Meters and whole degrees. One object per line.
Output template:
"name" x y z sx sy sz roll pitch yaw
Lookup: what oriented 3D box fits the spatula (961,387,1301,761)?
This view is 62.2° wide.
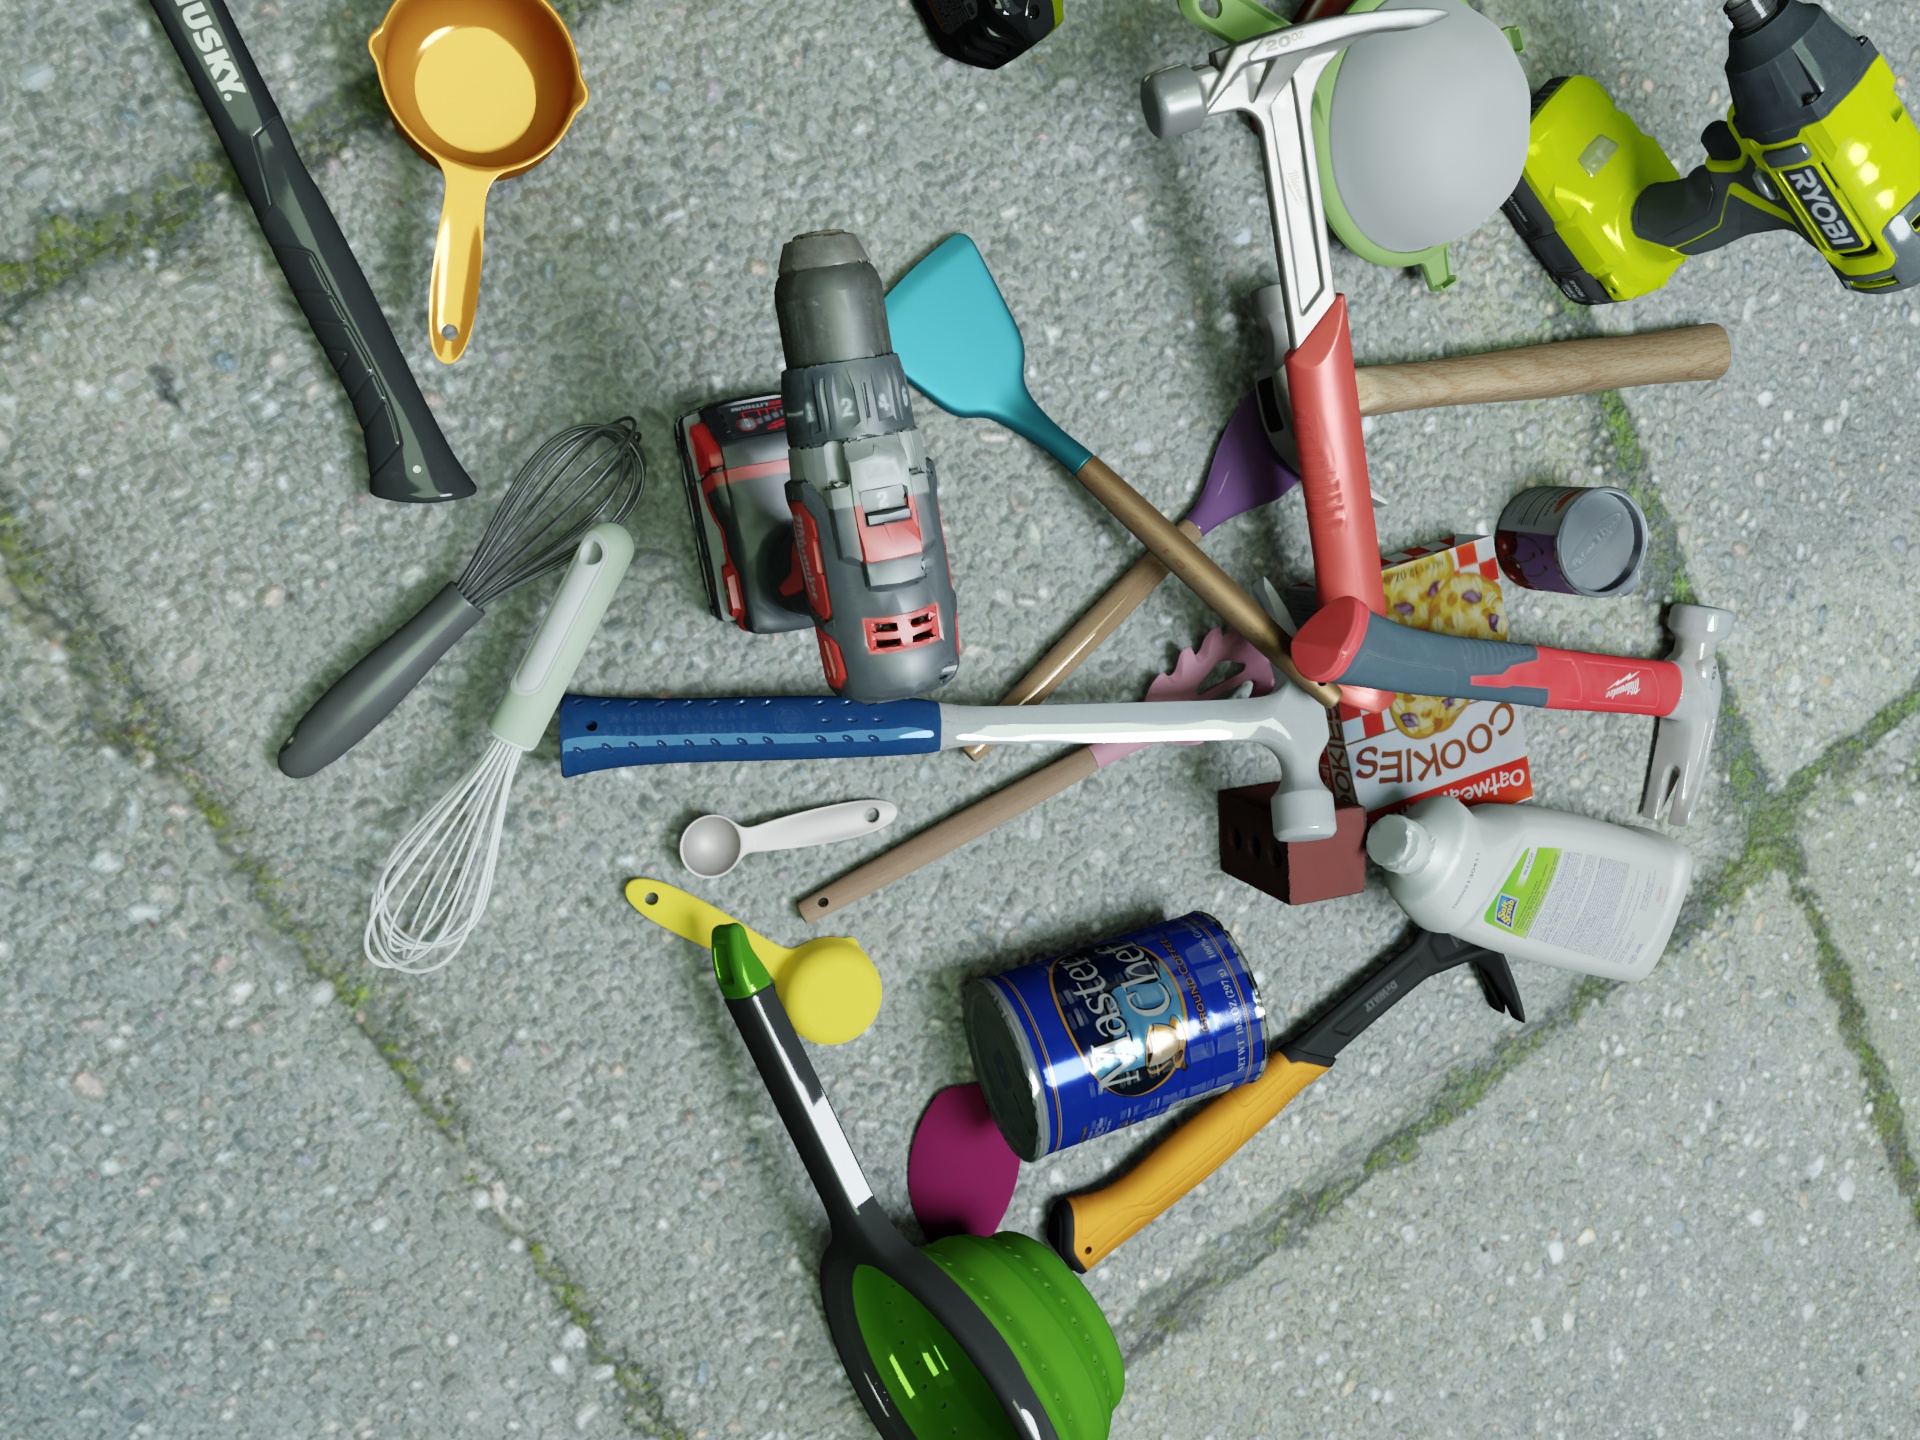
"spatula" 0.113 -0.093 0.899 0.316 0.018 0.059 -46 107 -9

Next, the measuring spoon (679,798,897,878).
"measuring spoon" -0.093 0.058 0.856 0.124 0.018 0.034 -9 102 -25

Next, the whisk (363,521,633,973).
"whisk" -0.221 0.015 0.766 0.246 0.058 0.059 -61 155 6

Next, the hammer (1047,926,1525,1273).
"hammer" 0.197 0.226 0.973 0.337 0.034 0.127 -35 107 -11

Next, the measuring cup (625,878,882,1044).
"measuring cup" -0.109 0.126 0.849 0.156 0.029 0.062 31 88 -23

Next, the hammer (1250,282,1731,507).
"hammer" 0.323 -0.202 0.940 0.331 0.031 0.130 -10 95 -20

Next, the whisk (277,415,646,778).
"whisk" -0.240 -0.060 0.768 0.239 0.055 0.055 -45 110 -3

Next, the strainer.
"strainer" 0.220 -0.328 0.820 0.256 0.069 0.151 10 98 -38

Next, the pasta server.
"pasta server" 0.051 0.032 0.888 0.316 0.040 0.060 -28 82 -12

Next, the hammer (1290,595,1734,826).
"hammer" 0.328 -0.011 0.921 0.386 0.038 0.143 3 98 -38

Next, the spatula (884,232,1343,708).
"spatula" 0.085 -0.119 0.840 0.317 0.044 0.082 43 80 2

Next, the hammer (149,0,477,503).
"hammer" -0.306 -0.252 0.716 0.146 0.035 0.334 -27 107 -13

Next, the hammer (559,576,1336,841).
"hammer" -0.001 -0.003 0.835 0.405 0.035 0.144 -1 77 -11

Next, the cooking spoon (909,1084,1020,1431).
"cooking spoon" 0.002 0.368 0.935 0.068 0.017 0.319 -1 99 -18

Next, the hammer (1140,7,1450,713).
"hammer" 0.198 -0.172 0.829 0.149 0.037 0.358 -17 114 -4

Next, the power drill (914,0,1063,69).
"power drill" 0.079 -0.427 0.802 0.228 0.080 0.190 -34 107 -14

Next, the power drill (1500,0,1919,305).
"power drill" 0.398 -0.302 0.855 0.171 0.223 0.080 43 83 -20

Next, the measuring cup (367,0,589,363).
"measuring cup" -0.228 -0.252 0.735 0.095 0.052 0.173 7 98 -20

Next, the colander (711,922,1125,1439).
"colander" -0.014 0.271 0.847 0.094 0.204 0.397 -27 96 -31

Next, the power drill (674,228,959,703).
"power drill" -0.068 -0.114 0.719 0.080 0.227 0.188 -13 104 -17
